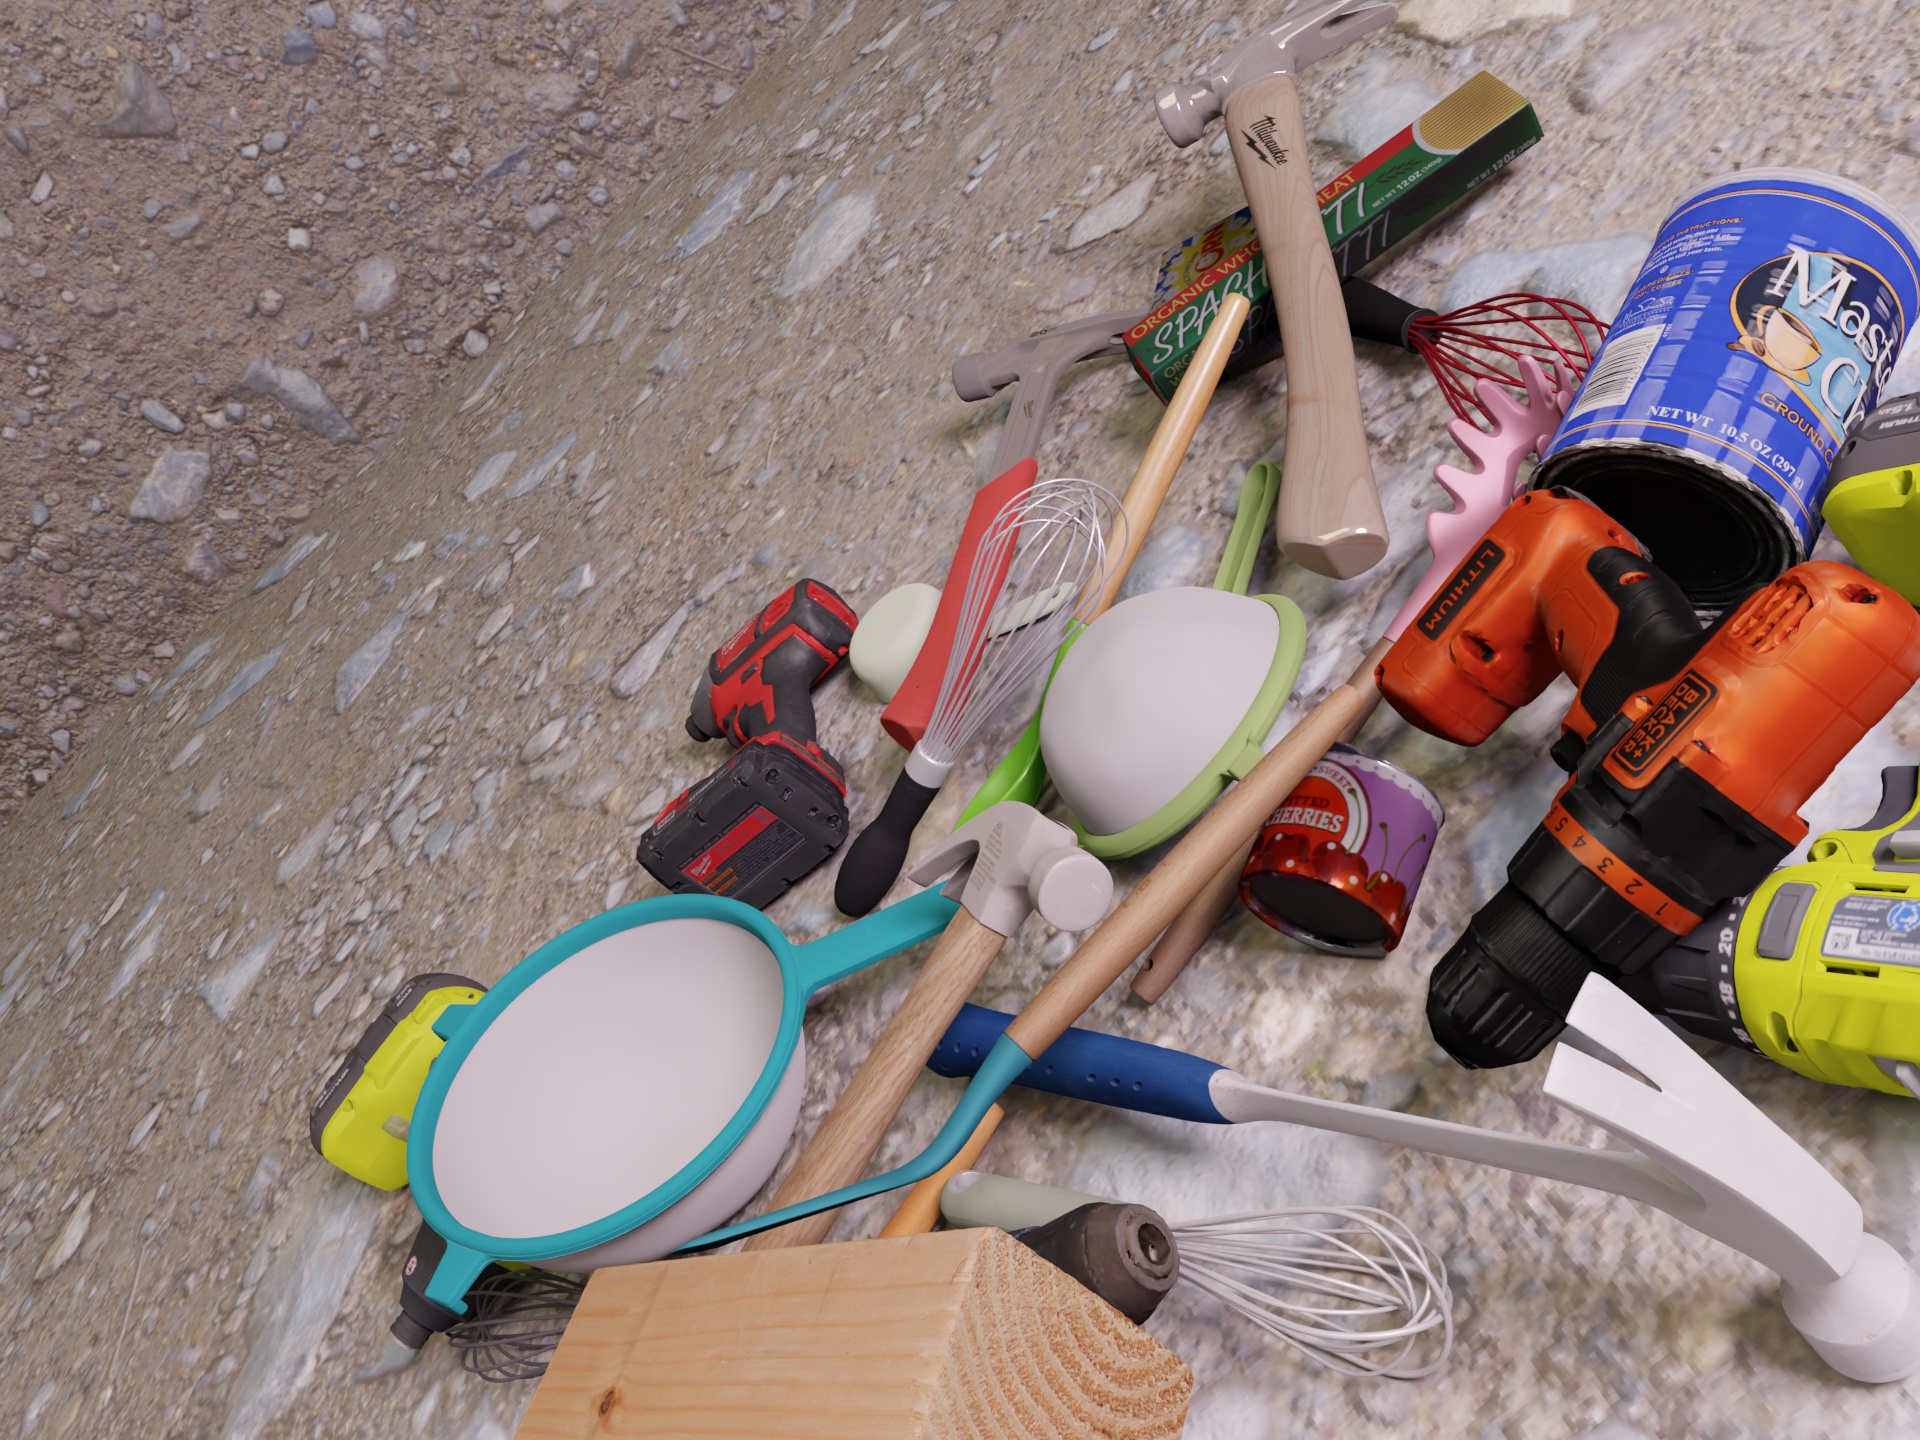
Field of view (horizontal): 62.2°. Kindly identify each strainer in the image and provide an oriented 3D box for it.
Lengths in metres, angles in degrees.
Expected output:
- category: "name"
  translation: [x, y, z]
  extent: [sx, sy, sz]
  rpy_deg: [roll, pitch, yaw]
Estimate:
- category: "strainer"
  translation: [0.102, -0.053, 0.769]
  extent: [0.151, 0.069, 0.256]
  rpy_deg: [-35, 25, 50]
- category: "strainer"
  translation: [-0.101, 0.167, 0.795]
  extent: [0.340, 0.095, 0.211]
  rpy_deg: [-25, 35, -1]

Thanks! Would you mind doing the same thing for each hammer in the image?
- category: "hammer"
  translation: [0.186, -0.242, 0.834]
  extent: [0.146, 0.038, 0.411]
  rpy_deg: [-22, 48, 27]
- category: "hammer"
  translation: [0.100, 0.130, 0.559]
  extent: [0.405, 0.144, 0.035]
  rpy_deg: [-5, 46, 56]
- category: "hammer"
  translation: [-0.051, 0.180, 0.671]
  extent: [0.331, 0.031, 0.130]
  rpy_deg: [-58, 19, 2]
- category: "hammer"
  translation: [0.029, -0.121, 0.956]
  extent: [0.149, 0.036, 0.359]
  rpy_deg: [-7, 45, 27]

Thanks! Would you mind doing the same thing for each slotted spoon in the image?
- category: "slotted spoon"
  translation: [0.075, -0.073, 0.814]
  extent: [0.070, 0.031, 0.314]
  rpy_deg: [-126, 61, -82]

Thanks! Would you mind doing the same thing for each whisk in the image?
- category: "whisk"
  translation: [0.073, 0.193, 0.584]
  extent: [0.058, 0.059, 0.246]
  rpy_deg: [-23, 9, -38]
- category: "whisk"
  translation: [0.242, -0.193, 0.804]
  extent: [0.073, 0.073, 0.296]
  rpy_deg: [-43, 25, 7]
- category: "whisk"
  translation: [-0.002, -0.003, 0.803]
  extent: [0.284, 0.070, 0.070]
  rpy_deg: [-60, 23, 29]
- category: "whisk"
  translation: [-0.161, 0.281, 0.760]
  extent: [0.239, 0.055, 0.055]
  rpy_deg: [-19, 40, 31]

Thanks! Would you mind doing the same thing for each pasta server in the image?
- category: "pasta server"
  translation: [0.164, -0.013, 0.675]
  extent: [0.316, 0.040, 0.060]
  rpy_deg: [-54, 26, 3]

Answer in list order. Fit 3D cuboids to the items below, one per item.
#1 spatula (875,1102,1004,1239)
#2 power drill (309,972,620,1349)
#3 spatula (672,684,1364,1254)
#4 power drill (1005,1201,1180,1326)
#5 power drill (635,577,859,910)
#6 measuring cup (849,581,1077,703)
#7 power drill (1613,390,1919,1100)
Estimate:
- category: "spatula"
  translation: [-0.073, 0.298, 0.661]
  extent: [0.323, 0.041, 0.081]
  rpy_deg: [-53, 32, -17]
- category: "power drill"
  translation: [-0.298, 0.250, 0.937]
  extent: [0.223, 0.080, 0.171]
  rpy_deg: [18, 68, 53]
- category: "spatula"
  translation: [0.031, 0.092, 0.580]
  extent: [0.044, 0.082, 0.317]
  rpy_deg: [43, 80, 15]
- category: "power drill"
  translation: [-0.003, 0.277, 0.522]
  extent: [0.188, 0.080, 0.227]
  rpy_deg: [-40, 27, 35]
- category: "power drill"
  translation: [-0.131, 0.014, 0.997]
  extent: [0.143, 0.078, 0.220]
  rpy_deg: [-38, 28, 24]
- category: "measuring cup"
  translation: [-0.003, -0.063, 0.964]
  extent: [0.167, 0.038, 0.083]
  rpy_deg: [-20, 40, 40]
- category: "power drill"
  translation: [0.299, 0.006, 0.485]
  extent: [0.190, 0.080, 0.228]
  rpy_deg: [-2, 55, 60]
